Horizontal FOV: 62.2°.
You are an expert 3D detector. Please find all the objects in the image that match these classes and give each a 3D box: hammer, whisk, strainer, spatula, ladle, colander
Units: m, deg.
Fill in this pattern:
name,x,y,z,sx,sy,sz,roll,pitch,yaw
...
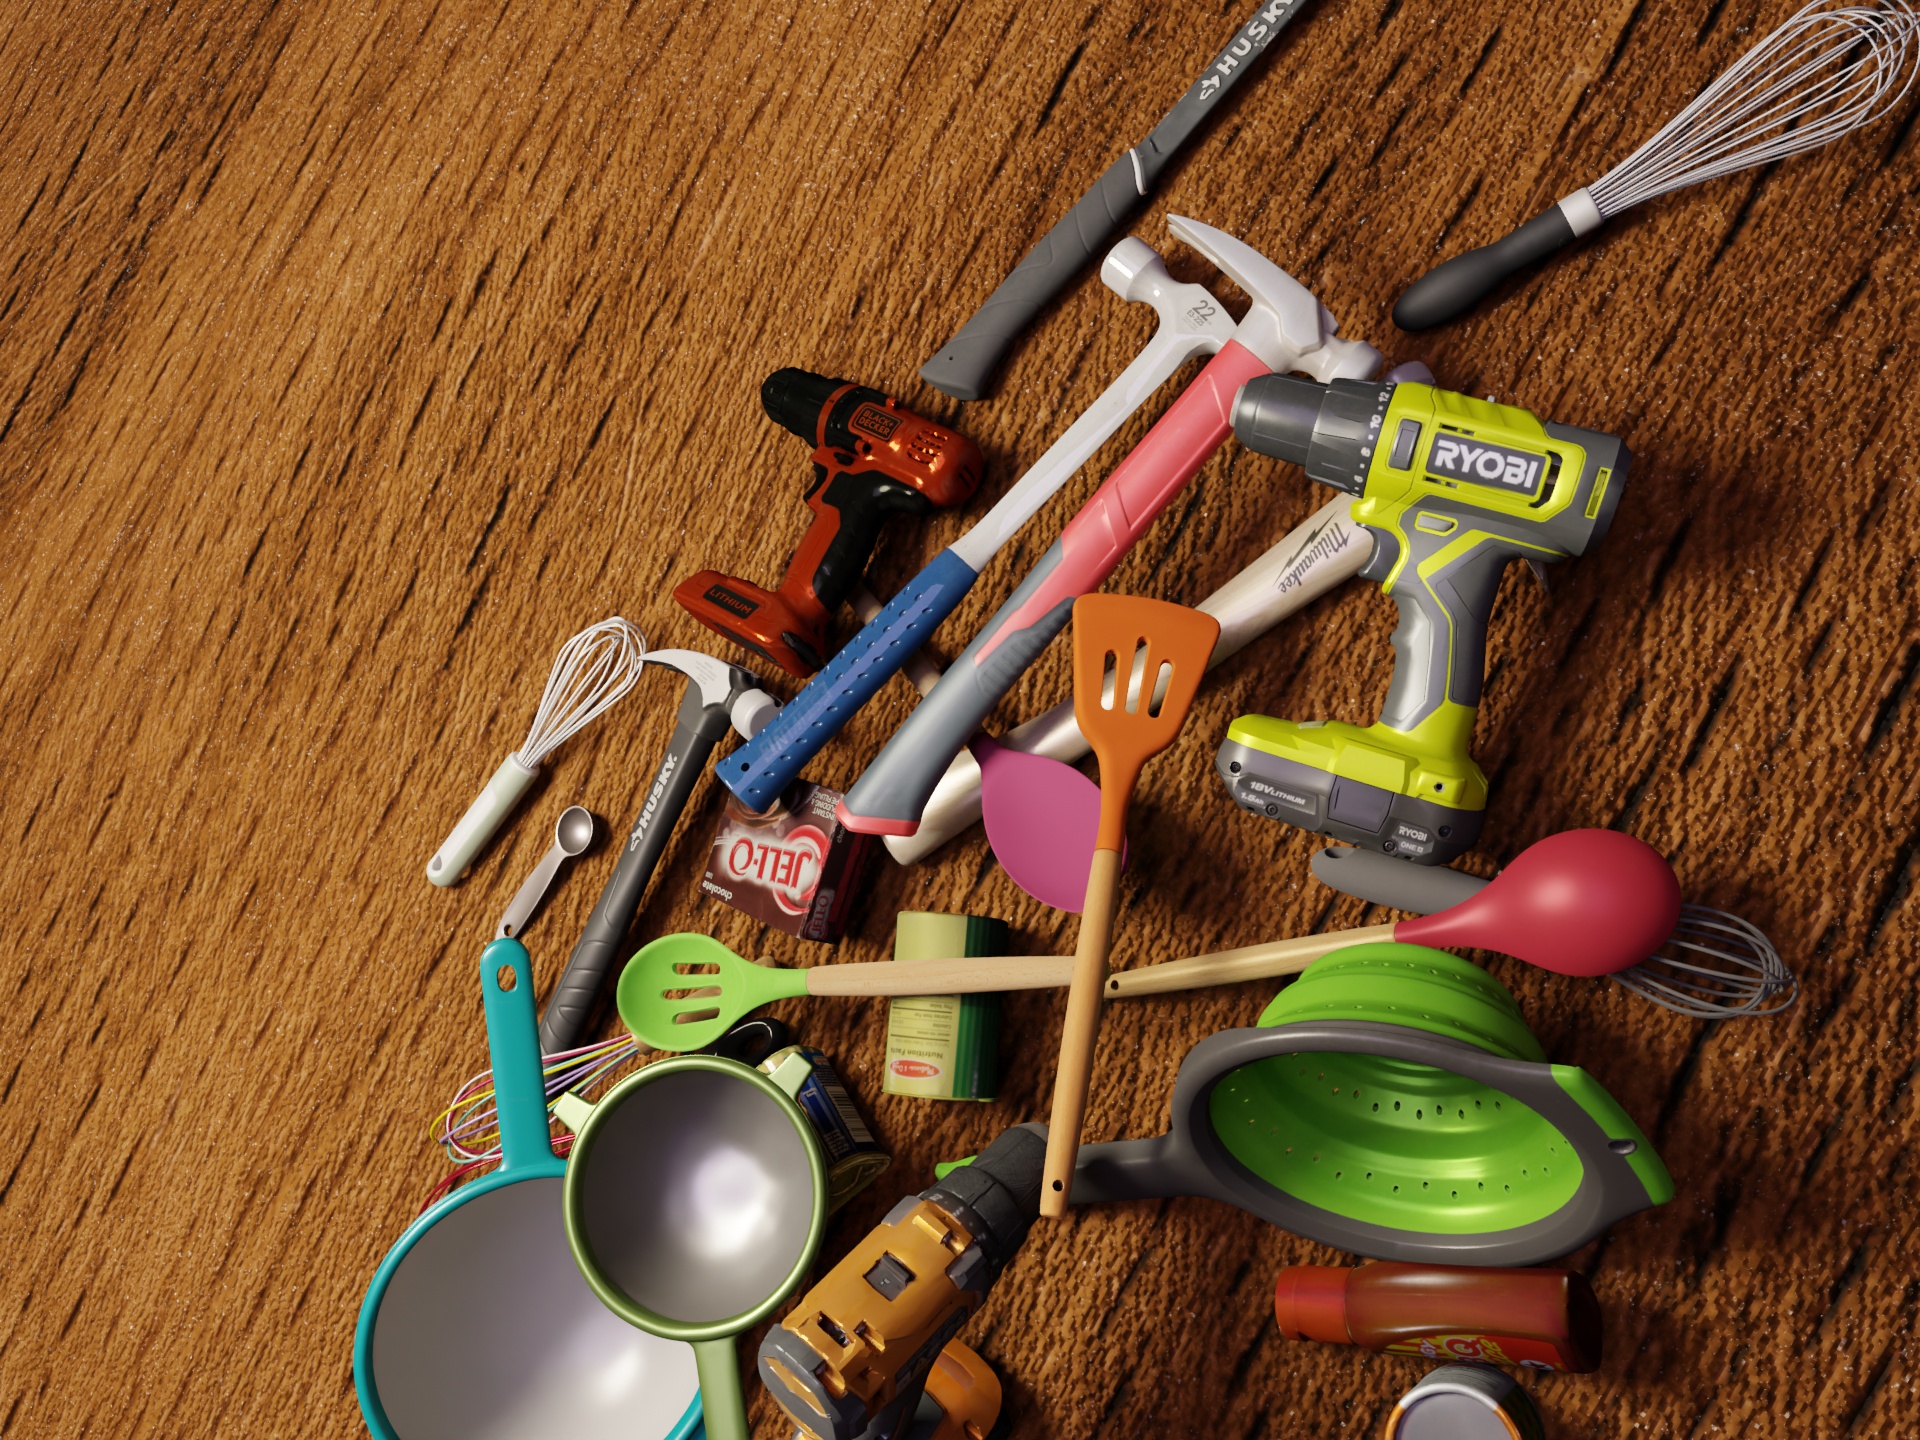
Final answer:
name,x,y,z,sx,sy,sz,roll,pitch,yaw
hammer,0.013,-0.098,0.941,0.405,0.035,0.144,-46,72,1
hammer,0.126,-0.027,0.910,0.410,0.038,0.146,-35,67,17
hammer,0.052,-0.095,0.887,0.143,0.038,0.386,42,97,10
whisk,0.359,-0.286,0.840,0.284,0.070,0.070,-29,68,23
hammer,0.120,-0.360,0.986,0.409,0.036,0.149,-46,62,11
whisk,-0.223,0.211,1.000,0.245,0.047,0.051,-28,24,1
whisk,-0.232,0.270,1.016,0.296,0.073,0.073,-33,66,10
hammer,-0.222,0.109,1.043,0.146,0.035,0.335,34,101,48
whisk,-0.300,0.024,1.108,0.246,0.059,0.058,-50,50,14
strainer,-0.255,0.293,0.954,0.211,0.095,0.340,-6,93,-14
strainer,-0.131,0.314,0.881,0.151,0.069,0.256,-12,78,7
spatula,0.073,0.088,0.816,0.081,0.041,0.323,11,68,1
whisk,0.288,0.100,0.796,0.239,0.055,0.055,13,85,33
ladle,0.202,0.114,0.817,0.315,0.031,0.069,-17,72,35
colander,0.150,0.193,0.816,0.397,0.204,0.095,-18,36,38

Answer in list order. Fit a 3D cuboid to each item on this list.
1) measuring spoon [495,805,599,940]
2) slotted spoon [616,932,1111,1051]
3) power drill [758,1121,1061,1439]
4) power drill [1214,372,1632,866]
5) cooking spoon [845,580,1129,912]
name,x,y,z,sx,sy,sz,roll,pitch,yaw
measuring spoon,-0.286,0.111,1.103,0.034,0.018,0.124,46,107,30
slotted spoon,-0.061,0.149,0.898,0.314,0.031,0.070,-8,75,27
power drill,-0.016,0.318,0.814,0.084,0.226,0.185,31,50,28
power drill,0.210,-0.058,0.809,0.190,0.080,0.228,17,100,15
cooking spoon,-0.001,-0.003,0.942,0.069,0.017,0.319,-42,51,2
